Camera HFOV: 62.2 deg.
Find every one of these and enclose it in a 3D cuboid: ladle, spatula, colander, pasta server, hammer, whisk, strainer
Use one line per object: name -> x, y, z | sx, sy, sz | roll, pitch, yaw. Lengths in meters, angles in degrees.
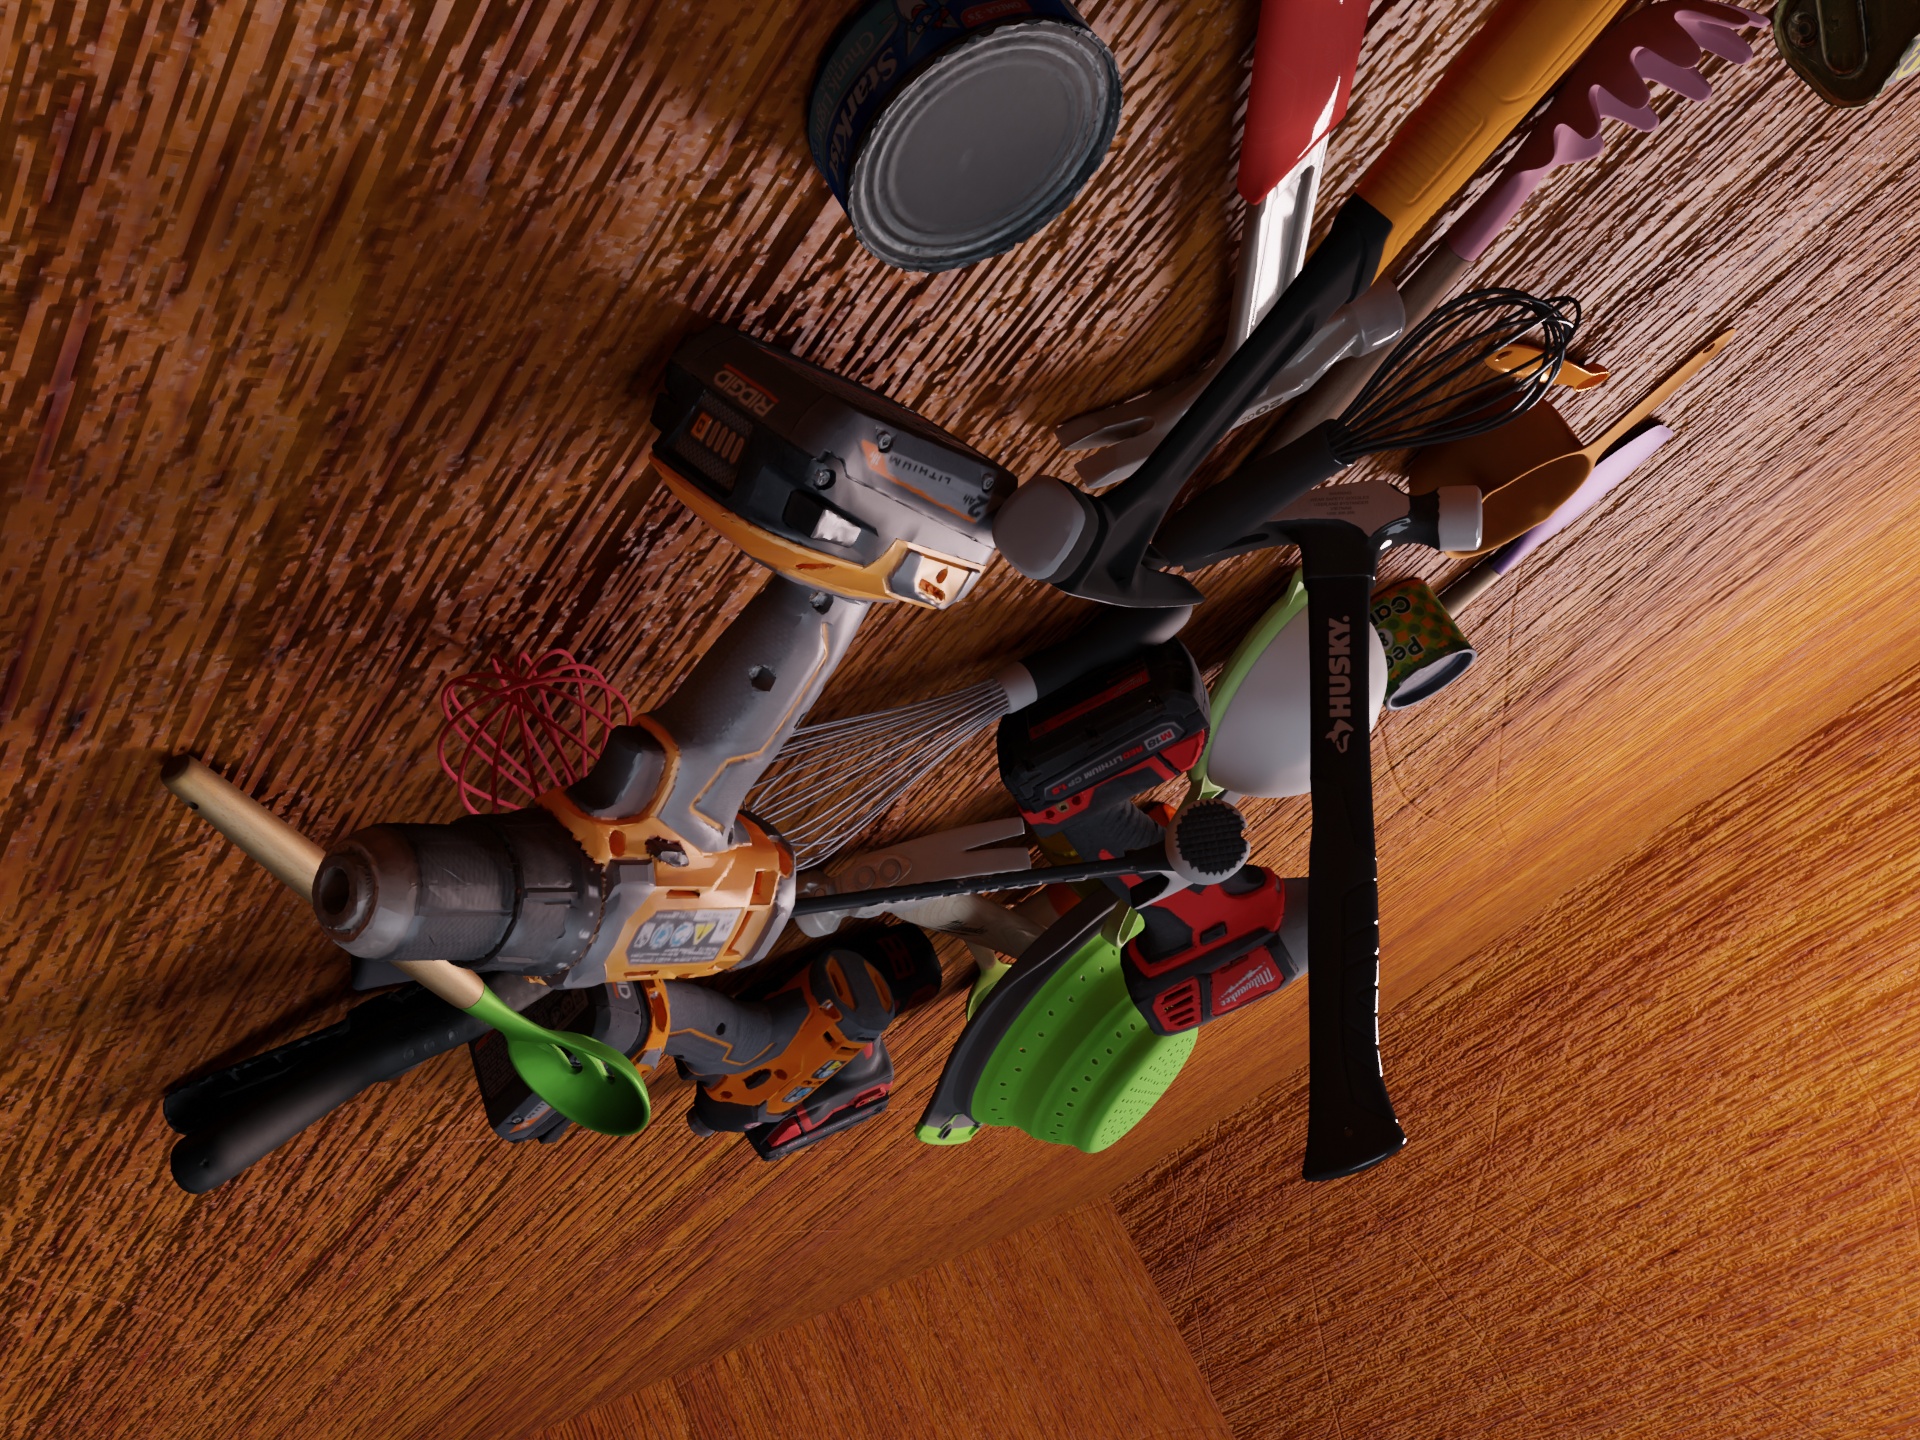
ladle -> 0.022, 0.188, 1.223 | 0.078, 0.062, 0.320 | -27, 155, -3
spatula -> 0.330, -0.084, 1.046 | 0.316, 0.018, 0.059 | -44, 156, 30
colander -> 0.136, 0.145, 1.027 | 0.397, 0.095, 0.204 | -52, 155, 1
pasta server -> 0.198, -0.173, 0.672 | 0.060, 0.040, 0.316 | -24, 161, -42
hammer -> 0.047, 0.145, 1.078 | 0.146, 0.038, 0.410 | -18, 156, 19
hammer -> 0.147, -0.170, 0.518 | 0.337, 0.034, 0.127 | -50, 157, 20
hammer -> 0.099, -0.201, 0.497 | 0.149, 0.037, 0.358 | -26, 158, -7
whisk -> -0.002, -0.003, 0.787 | 0.284, 0.070, 0.070 | -27, 158, -19
whisk -> 0.163, -0.117, 0.686 | 0.055, 0.055, 0.239 | -10, 168, -38
strainer -> 0.175, 0.037, 0.934 | 0.256, 0.069, 0.151 | -58, 154, 5
hammer -> -0.079, 0.086, 0.742 | 0.409, 0.036, 0.149 | -7, 168, -3
hammer -> 0.174, 0.044, 0.751 | 0.146, 0.335, 0.035 | -1, 162, 14
whisk -> -0.164, 0.040, 0.682 | 0.073, 0.073, 0.295 | -24, 164, -12

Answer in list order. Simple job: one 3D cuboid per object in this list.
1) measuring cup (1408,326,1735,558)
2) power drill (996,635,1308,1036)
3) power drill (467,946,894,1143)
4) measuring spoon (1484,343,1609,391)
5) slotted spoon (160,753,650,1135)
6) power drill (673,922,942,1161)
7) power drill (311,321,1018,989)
measuring cup -> 0.308, -0.156, 0.819 | 0.173, 0.052, 0.095 | -42, 154, 29
power drill -> 0.124, 0.067, 0.873 | 0.143, 0.079, 0.219 | -27, 116, 12
power drill -> -0.166, 0.193, 0.925 | 0.164, 0.084, 0.226 | -43, 145, 24
measuring spoon -> 0.297, -0.183, 0.810 | 0.116, 0.011, 0.021 | -1, 159, -43
slotted spoon -> -0.220, 0.104, 0.671 | 0.070, 0.031, 0.313 | -1, 146, 24
power drill -> -0.118, 0.235, 1.132 | 0.188, 0.080, 0.226 | -19, 153, -23
power drill -> -0.095, -0.010, 0.522 | 0.185, 0.084, 0.226 | 9, 114, -57
